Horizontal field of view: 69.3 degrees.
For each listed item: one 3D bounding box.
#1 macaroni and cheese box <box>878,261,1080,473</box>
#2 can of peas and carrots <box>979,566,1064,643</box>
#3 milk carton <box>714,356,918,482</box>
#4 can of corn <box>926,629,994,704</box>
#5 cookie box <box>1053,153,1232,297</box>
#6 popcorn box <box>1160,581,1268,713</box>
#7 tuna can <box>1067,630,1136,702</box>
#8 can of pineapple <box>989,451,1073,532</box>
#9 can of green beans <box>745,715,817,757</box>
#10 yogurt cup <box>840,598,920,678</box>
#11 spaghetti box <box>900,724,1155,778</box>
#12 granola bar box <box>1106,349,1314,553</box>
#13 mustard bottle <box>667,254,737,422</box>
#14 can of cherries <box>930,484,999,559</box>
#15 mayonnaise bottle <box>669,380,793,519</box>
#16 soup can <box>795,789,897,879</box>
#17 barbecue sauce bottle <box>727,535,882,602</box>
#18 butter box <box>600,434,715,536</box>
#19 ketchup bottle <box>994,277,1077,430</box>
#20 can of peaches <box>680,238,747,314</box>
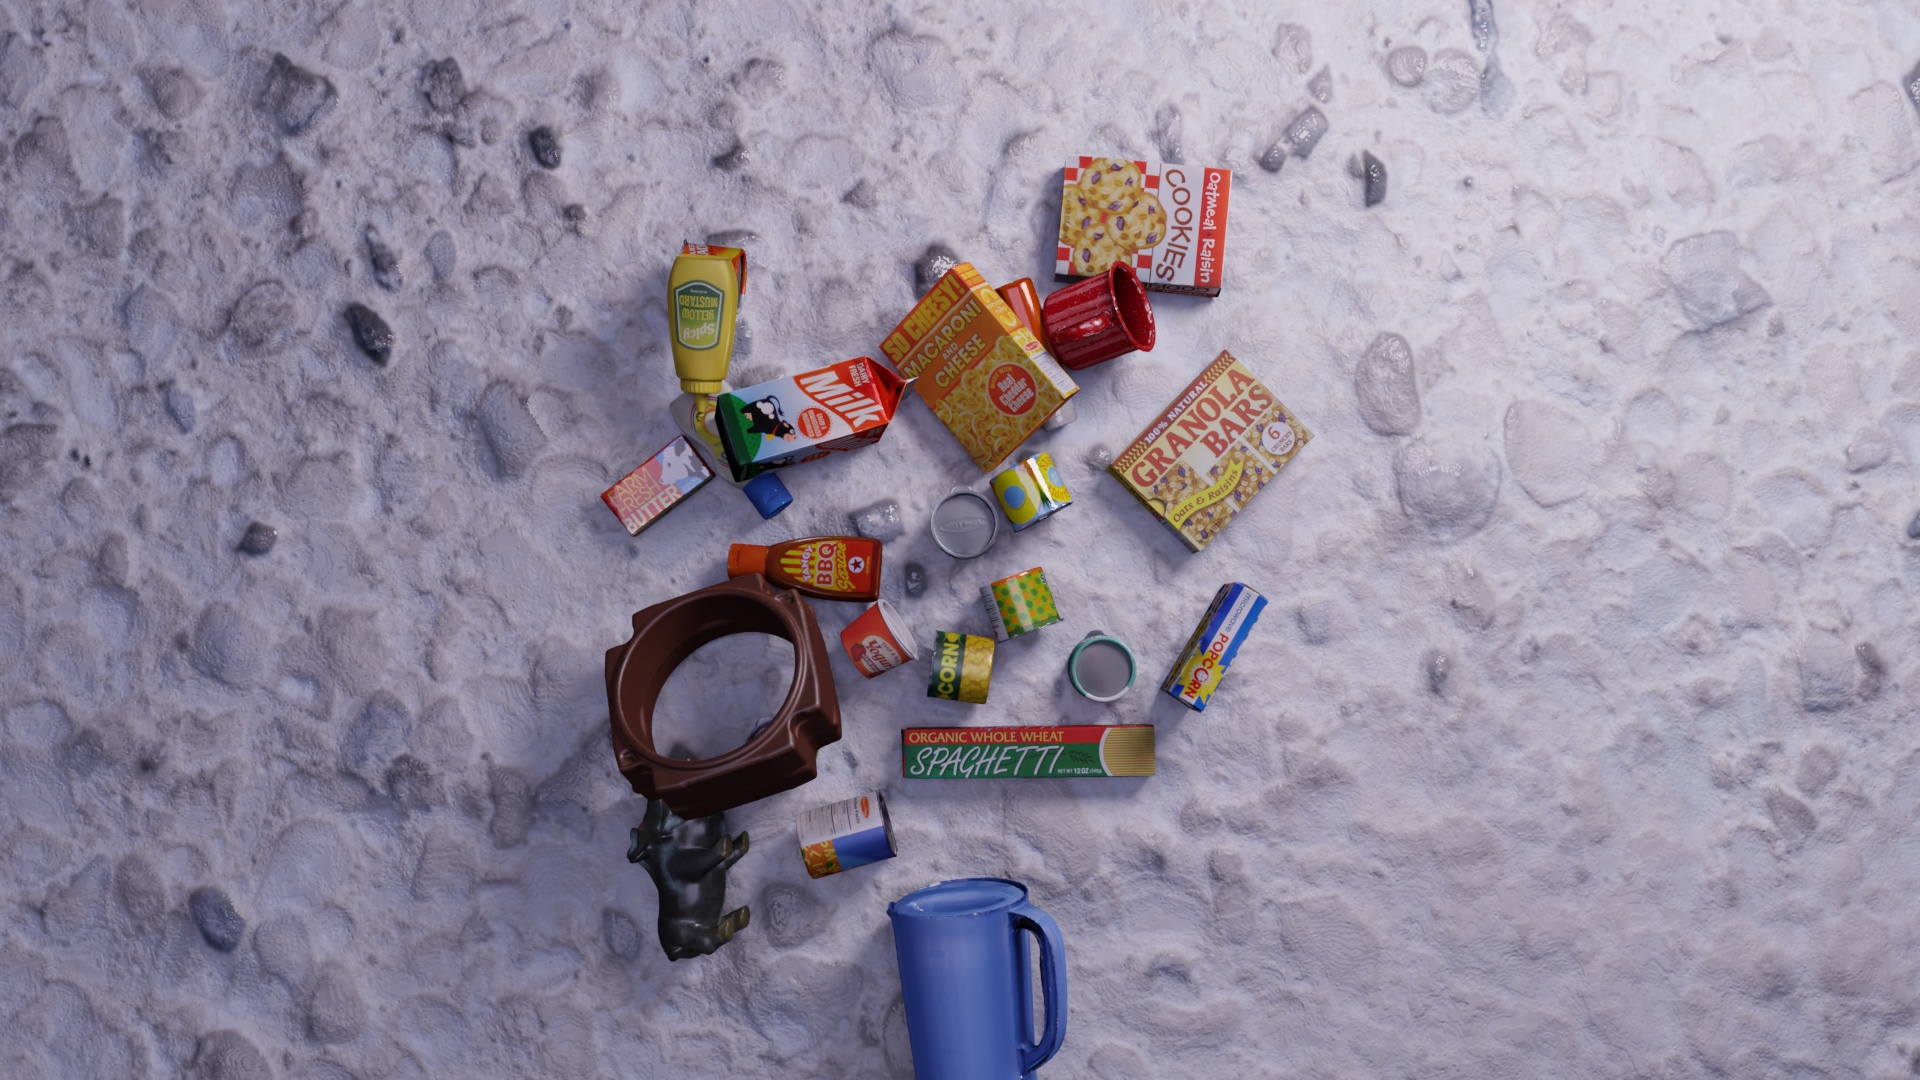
[{"bbox_3d":[0.016,-0.168,1.353,0.166,0.040,0.123,50,124,3],"label":"macaroni and cheese box"},{"bbox_3d":[0.060,0.062,1.355,0.071,0.071,0.058,-20,86,-1],"label":"can of peas and carrots"},{"bbox_3d":[-0.135,-0.122,1.343,0.191,0.072,0.073,-17,82,-16],"label":"milk carton"},{"bbox_3d":[0.000,0.123,1.348,0.058,0.071,0.071,8,87,0],"label":"can of corn"},{"bbox_3d":[0.183,-0.315,1.393,0.167,0.040,0.123,6,86,1],"label":"cookie box"},{"bbox_3d":[0.244,0.102,1.342,0.038,0.085,0.126,31,87,3],"label":"popcorn box"},{"bbox_3d":[0.139,0.124,1.367,0.071,0.033,0.071,0,87,0],"label":"tuna can"},{"bbox_3d":[0.070,-0.048,1.361,0.071,0.071,0.058,-27,87,-2],"label":"can of pineapple"},{"bbox_3d":[-0.173,0.204,1.348,0.071,0.058,0.071,0,87,0],"label":"can of green beans"},{"bbox_3d":[-0.081,0.098,1.354,0.054,0.072,0.072,-32,87,6],"label":"yogurt cup"},{"bbox_3d":[0.066,0.207,1.363,0.250,0.028,0.050,-1,86,0],"label":"spaghetti box"},{"bbox_3d":[0.247,-0.088,1.378,0.124,0.039,0.165,45,87,3],"label":"granola bar box"},{"bbox_3d":[-0.247,-0.192,1.330,0.065,0.049,0.159,2,103,0],"label":"mustard bottle"},{"bbox_3d":[0.005,-0.017,1.364,0.071,0.058,0.071,0,87,1],"label":"can of cherries"},{"bbox_3d":[-0.222,-0.090,1.376,0.065,0.041,0.148,-36,86,-6],"label":"mayonnaise bottle"},{"bbox_3d":[-0.109,0.286,1.341,0.084,0.071,0.071,-16,87,0],"label":"soup can"},{"bbox_3d":[-0.153,0.025,1.367,0.149,0.043,0.065,4,76,1],"label":"barbecue sauce bottle"},{"bbox_3d":[-0.301,-0.054,1.382,0.103,0.024,0.053,-37,88,-2],"label":"butter box"},{"bbox_3d":[0.075,-0.184,1.375,0.043,0.065,0.148,-21,95,-2],"label":"ketchup bottle"},{"bbox_3d":[-0.245,-0.261,1.374,0.058,0.071,0.071,6,87,0],"label":"can of peaches"}]
